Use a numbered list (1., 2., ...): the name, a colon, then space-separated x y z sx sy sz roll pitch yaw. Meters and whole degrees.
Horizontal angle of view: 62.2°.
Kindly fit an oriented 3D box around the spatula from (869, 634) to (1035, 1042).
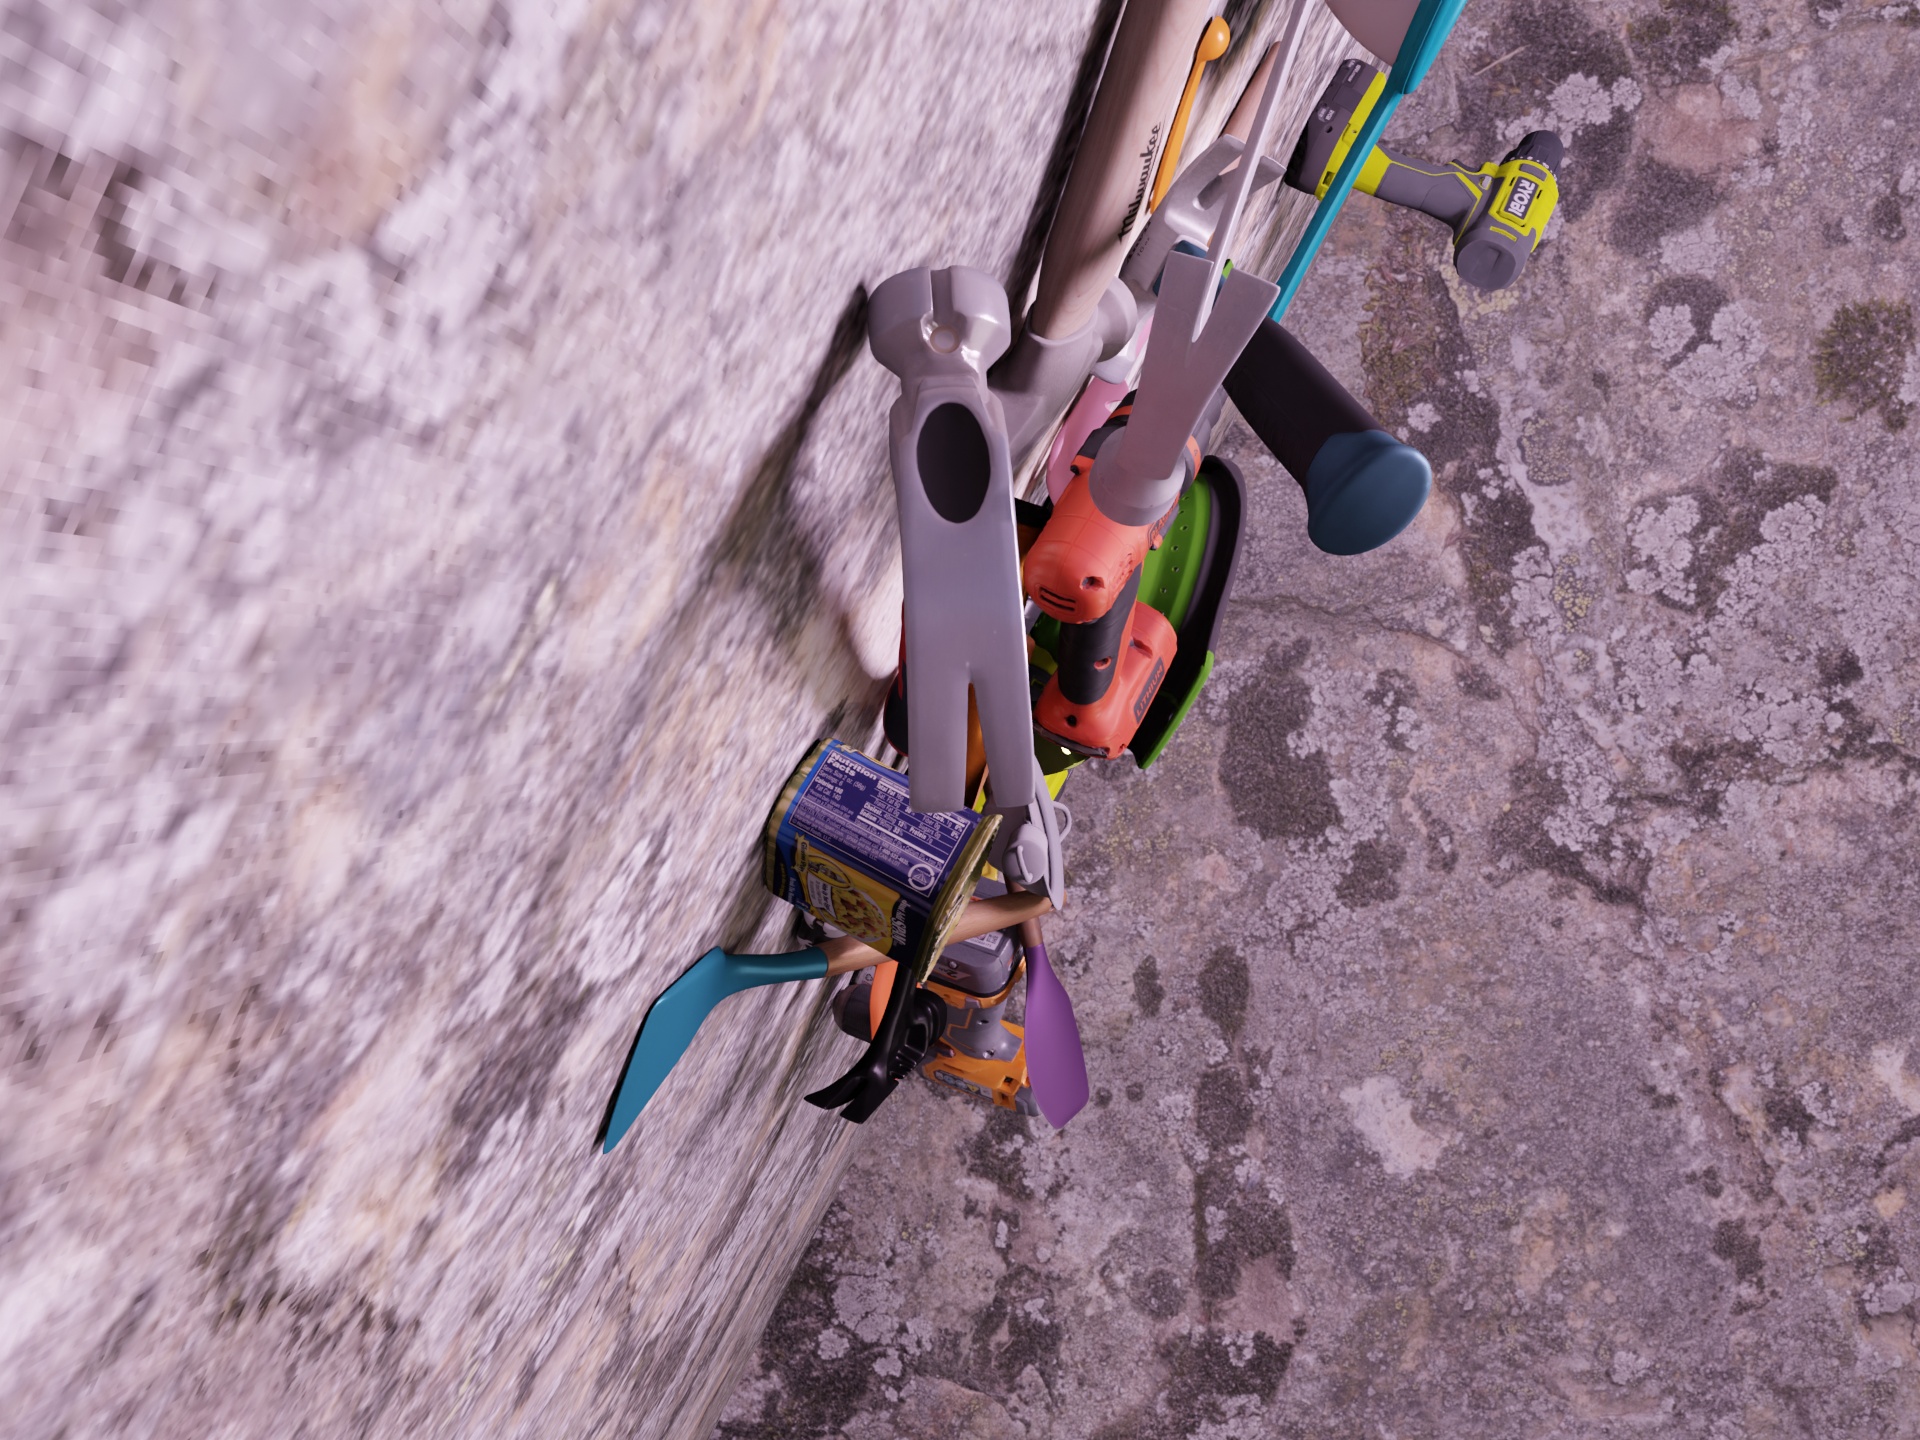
1. spatula: -0.006 0.087 0.933 0.081 0.041 0.322 -51 165 -56

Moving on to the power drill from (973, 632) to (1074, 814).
1. power drill: 0.063 -0.011 1.258 0.171 0.080 0.223 -58 169 -31

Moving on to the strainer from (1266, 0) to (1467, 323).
1. strainer: 0.192 -0.356 0.754 0.340 0.095 0.211 -64 174 28

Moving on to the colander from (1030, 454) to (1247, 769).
1. colander: 0.114 -0.147 1.123 0.397 0.094 0.204 -82 -167 -45

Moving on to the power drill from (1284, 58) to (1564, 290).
1. power drill: 0.426 -0.500 1.430 0.191 0.228 0.080 -59 173 -30

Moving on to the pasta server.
1. pasta server: 0.123 -0.250 0.901 0.316 0.040 0.060 -63 -174 -9

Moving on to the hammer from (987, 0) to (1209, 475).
1. hammer: 0.074 -0.253 0.486 0.146 0.038 0.410 -55 170 -44

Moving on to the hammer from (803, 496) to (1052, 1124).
1. hammer: -0.009 0.048 0.835 0.127 0.034 0.336 -33 140 -64

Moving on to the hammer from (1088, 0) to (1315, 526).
1. hammer: 0.131 -0.274 0.577 0.144 0.035 0.406 105 5 -77

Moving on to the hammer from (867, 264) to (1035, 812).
1. hammer: -0.010 -0.015 0.589 0.386 0.038 0.143 104 -18 -79

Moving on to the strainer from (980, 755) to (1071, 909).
1. strainer: 0.030 0.058 0.764 0.258 0.050 0.087 6 72 -87

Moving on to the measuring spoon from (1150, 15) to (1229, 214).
1. measuring spoon: 0.108 -0.282 0.753 0.021 0.011 0.116 -59 173 -27

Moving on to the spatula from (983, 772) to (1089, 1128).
1. spatula: 0.040 0.123 1.040 0.060 0.018 0.315 -28 111 -46

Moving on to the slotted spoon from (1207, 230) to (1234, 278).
1. slotted spoon: 0.167 -0.305 1.081 0.070 0.031 0.314 -63 172 8

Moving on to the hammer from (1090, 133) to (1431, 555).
1. hammer: 0.113 -0.148 0.637 0.128 0.033 0.331 -59 -160 24

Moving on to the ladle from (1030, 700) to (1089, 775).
1. ladle: 0.038 0.068 1.180 0.078 0.062 0.320 -16 159 -14

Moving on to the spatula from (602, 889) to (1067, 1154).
1. spatula: -0.043 0.117 0.752 0.317 0.044 0.082 -8 128 -48

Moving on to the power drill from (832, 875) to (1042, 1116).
1. power drill: -0.022 0.194 1.162 0.084 0.185 0.226 -58 153 -34

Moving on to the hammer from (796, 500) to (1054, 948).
1. hammer: -0.001 -0.003 0.944 0.335 0.035 0.146 -60 173 -21
